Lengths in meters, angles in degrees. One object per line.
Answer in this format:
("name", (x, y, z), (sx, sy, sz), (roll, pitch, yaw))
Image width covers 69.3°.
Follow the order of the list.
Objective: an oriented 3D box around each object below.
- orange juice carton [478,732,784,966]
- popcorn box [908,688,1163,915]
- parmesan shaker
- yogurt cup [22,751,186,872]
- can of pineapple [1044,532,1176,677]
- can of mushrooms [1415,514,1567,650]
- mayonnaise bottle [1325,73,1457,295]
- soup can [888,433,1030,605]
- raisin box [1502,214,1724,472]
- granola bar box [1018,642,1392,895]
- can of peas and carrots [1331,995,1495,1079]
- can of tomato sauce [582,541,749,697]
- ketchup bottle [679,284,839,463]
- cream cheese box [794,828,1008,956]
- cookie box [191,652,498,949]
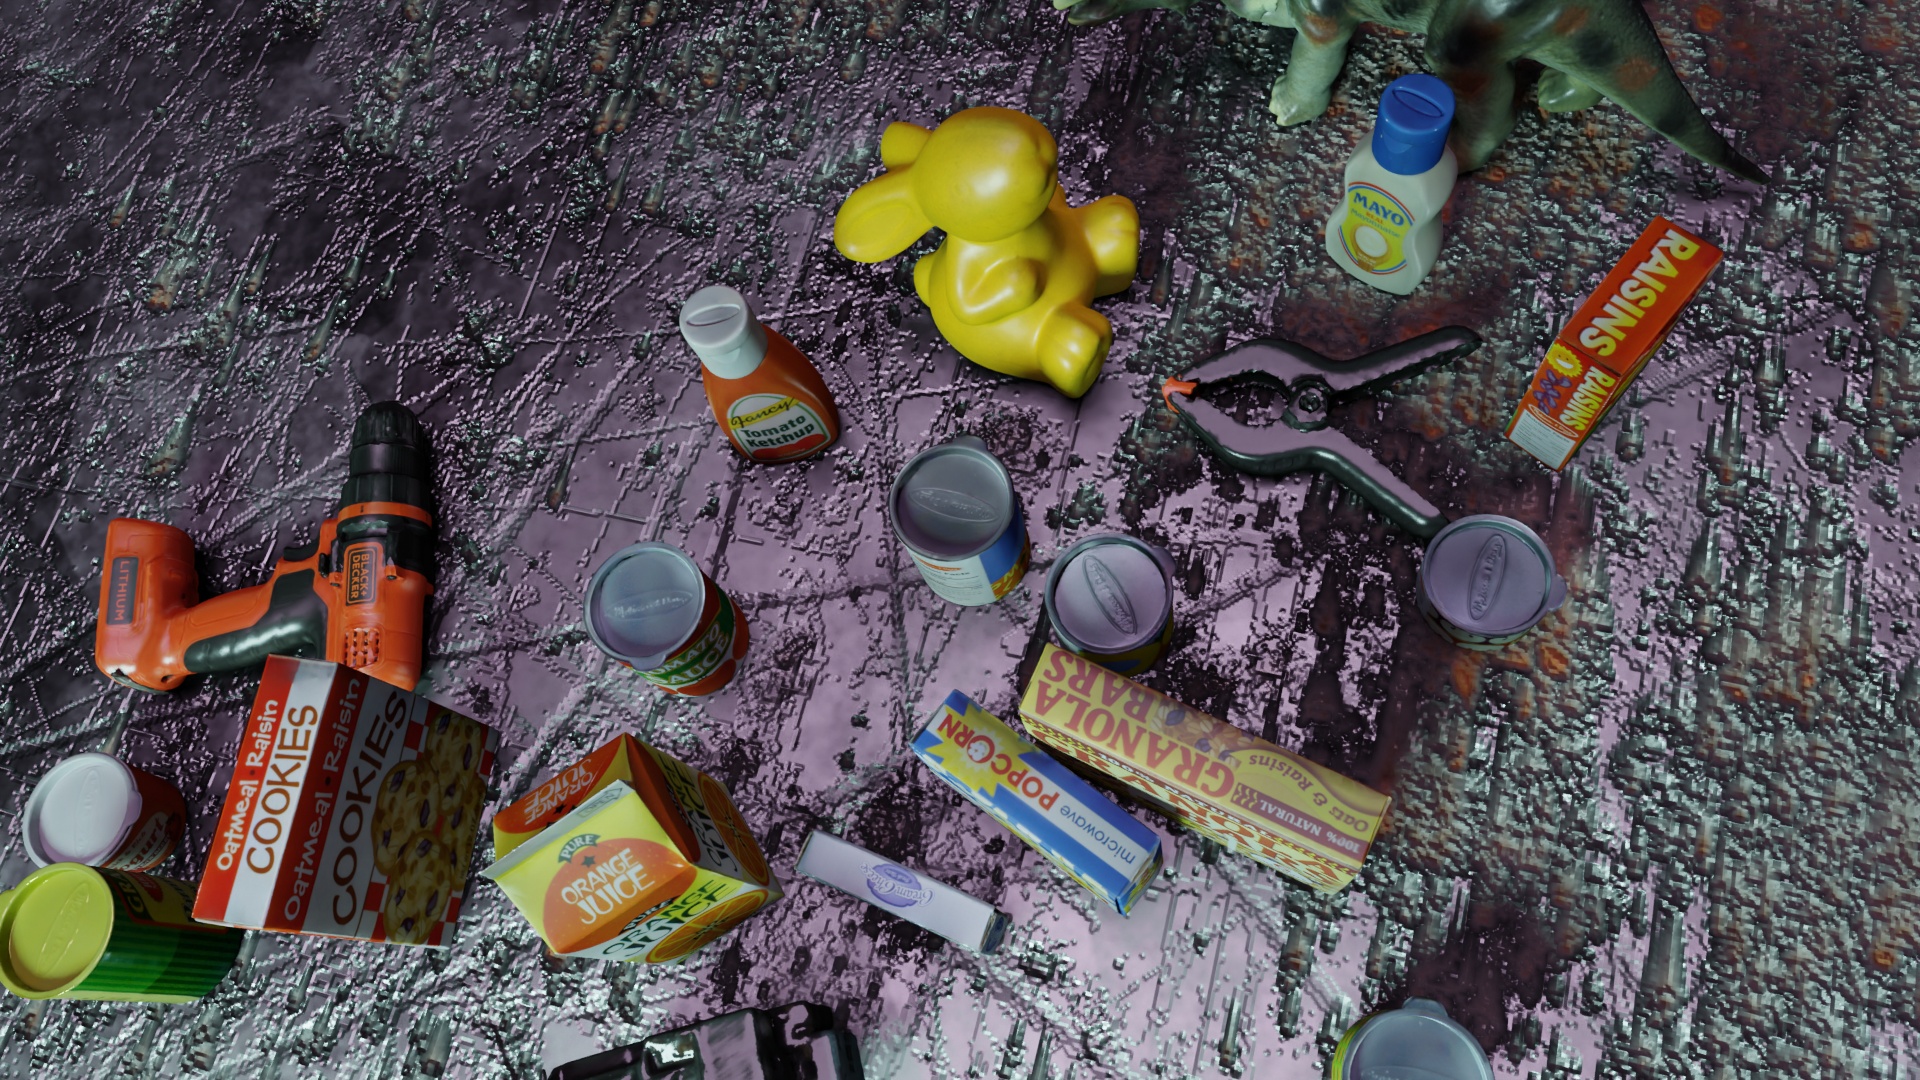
("orange juice carton", (-0.155, 0.149, 0.663), (0.072, 0.192, 0.073), (-32, 69, -3))
("popcorn box", (0.040, 0.132, 0.695), (0.127, 0.085, 0.038), (34, 79, 19))
("parmesan shaker", (-0.445, 0.208, 0.736), (0.071, 0.103, 0.071), (-3, 70, 8))
("yogurt cup", (-0.481, 0.158, 0.787), (0.072, 0.053, 0.072), (-3, 70, 8))
("can of pineapple", (0.082, 0.035, 0.738), (0.071, 0.057, 0.071), (-3, 70, 8))
("can of mushrooms", (0.275, 0.023, 0.724), (0.071, 0.033, 0.071), (-3, 70, 8))
("mayonnaise bottle", (0.234, -0.190, 0.747), (0.065, 0.147, 0.041), (35, 80, 19))
("soup can", (0.003, -0.009, 0.753), (0.071, 0.083, 0.071), (-3, 70, 8))
("raisin box", (0.330, -0.097, 0.711), (0.040, 0.123, 0.086), (40, 81, 19))
("granola bar box", (0.114, 0.114, 0.669), (0.166, 0.124, 0.039), (24, 76, 16))
("can of peas and carrots", (0.207, 0.248, 0.641), (0.071, 0.058, 0.071), (-3, 70, 8))
("can of tomato sauce", (-0.158, 0.047, 0.759), (0.071, 0.083, 0.071), (-3, 70, 8))
("ketchup bottle", (-0.113, -0.090, 0.766), (0.065, 0.148, 0.043), (-14, 69, 4))
("cream cheese box", (-0.029, 0.179, 0.706), (0.104, 0.053, 0.024), (20, 75, 15))
("cookie box", (-0.303, 0.138, 0.704), (0.040, 0.167, 0.123), (4, 71, 11))
